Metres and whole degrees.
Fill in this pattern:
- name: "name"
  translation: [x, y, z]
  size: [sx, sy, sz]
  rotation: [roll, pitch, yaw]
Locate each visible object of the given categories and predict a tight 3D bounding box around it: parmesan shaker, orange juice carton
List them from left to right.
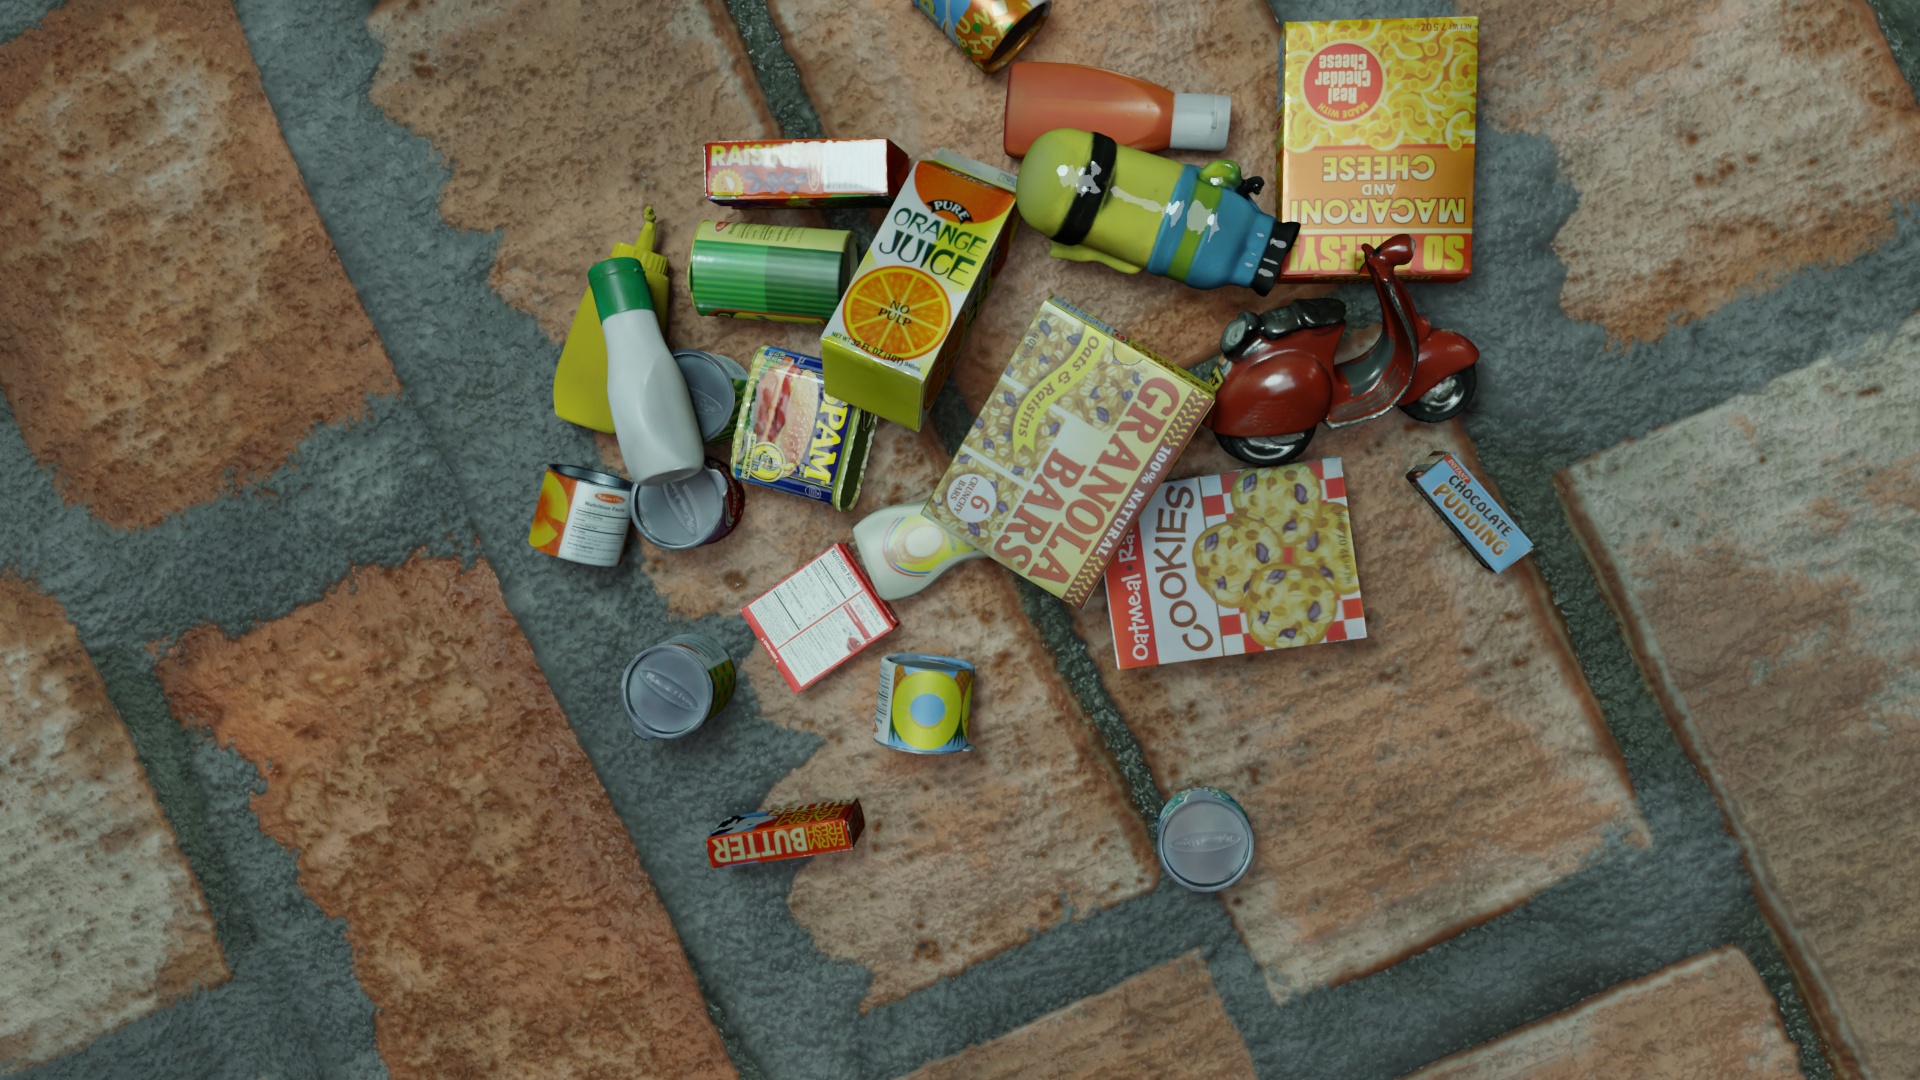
- name: "parmesan shaker"
  translation: [-0.127, -0.182, 0.951]
  size: [0.103, 0.071, 0.071]
  rotation: [6, 94, 6]
- name: "orange juice carton"
  translation: [-0.019, -0.177, 0.919]
  size: [0.072, 0.072, 0.193]
  rotation: [23, 68, 5]

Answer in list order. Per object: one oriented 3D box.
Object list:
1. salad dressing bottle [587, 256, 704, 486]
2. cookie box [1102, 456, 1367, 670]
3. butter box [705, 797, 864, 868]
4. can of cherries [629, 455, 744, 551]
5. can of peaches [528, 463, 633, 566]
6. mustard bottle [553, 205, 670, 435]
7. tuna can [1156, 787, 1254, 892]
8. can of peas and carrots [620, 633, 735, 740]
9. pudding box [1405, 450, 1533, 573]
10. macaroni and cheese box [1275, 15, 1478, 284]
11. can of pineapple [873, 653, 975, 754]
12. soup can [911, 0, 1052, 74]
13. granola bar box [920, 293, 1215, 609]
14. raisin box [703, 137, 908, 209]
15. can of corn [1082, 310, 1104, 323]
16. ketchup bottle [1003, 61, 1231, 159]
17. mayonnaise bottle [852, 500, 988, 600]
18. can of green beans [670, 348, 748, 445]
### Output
- name: "salad dressing bottle"
  translation: [-0.209, -0.111, 0.913]
  size: [0.044, 0.064, 0.147]
  rotation: [-19, 83, 22]
- name: "cookie box"
  translation: [0.179, 0.015, 0.943]
  size: [0.167, 0.040, 0.123]
  rotation: [-8, 92, 6]
- name: "butter box"
  translation: [-0.123, 0.207, 0.983]
  size: [0.103, 0.053, 0.024]
  rotation: [-9, 95, 7]
- name: "can of cherries"
  translation: [-0.188, -0.028, 0.974]
  size: [0.071, 0.058, 0.071]
  rotation: [0, 93, 7]
- name: "can of peaches"
  translation: [-0.266, -0.018, 0.981]
  size: [0.071, 0.071, 0.058]
  rotation: [16, 96, 5]
- name: "mustard bottle"
  translation: [-0.236, -0.156, 0.977]
  size: [0.065, 0.049, 0.160]
  rotation: [19, 95, 5]
- name: "tuna can"
  translation: [0.168, 0.203, 0.958]
  size: [0.071, 0.033, 0.071]
  rotation: [0, 94, 7]
- name: "can of peas and carrots"
  translation: [-0.200, 0.104, 0.983]
  size: [0.071, 0.059, 0.071]
  rotation: [1, 94, 7]
- name: "pudding box"
  translation: [0.335, -0.020, 0.917]
  size: [0.030, 0.050, 0.083]
  rotation: [-41, 88, 9]
- name: "macaroni and cheese box"
  translation: [0.272, -0.255, 0.916]
  size: [0.124, 0.040, 0.166]
  rotation: [1, 93, 7]
- name: "can of pineapple"
  translation: [-0.023, 0.112, 0.959]
  size: [0.071, 0.071, 0.058]
  rotation: [6, 94, 6]
- name: "soup can"
  translation: [0.008, -0.363, 0.928]
  size: [0.071, 0.071, 0.084]
  rotation: [-44, 88, 7]
- name: "granola bar box"
  translation: [0.068, -0.056, 0.897]
  size: [0.124, 0.039, 0.165]
  rotation: [31, 107, 1]
- name: "raisin box"
  translation: [-0.102, -0.245, 0.937]
  size: [0.123, 0.086, 0.040]
  rotation: [1, 99, 7]
- name: "can of corn"
  translation: [0.074, -0.124, 0.937]
  size: [0.071, 0.058, 0.071]
  rotation: [0, 94, 6]
- name: "ketchup bottle"
  translation: [0.105, -0.284, 0.932]
  size: [0.149, 0.043, 0.064]
  rotation: [6, 100, 6]
- name: "mayonnaise bottle"
  translation: [0.003, -0.012, 0.961]
  size: [0.148, 0.041, 0.064]
  rotation: [-23, 89, 8]
- name: "can of green beans"
  translation: [-0.182, -0.099, 0.969]
  size: [0.071, 0.058, 0.071]
  rotation: [0, 94, 7]
